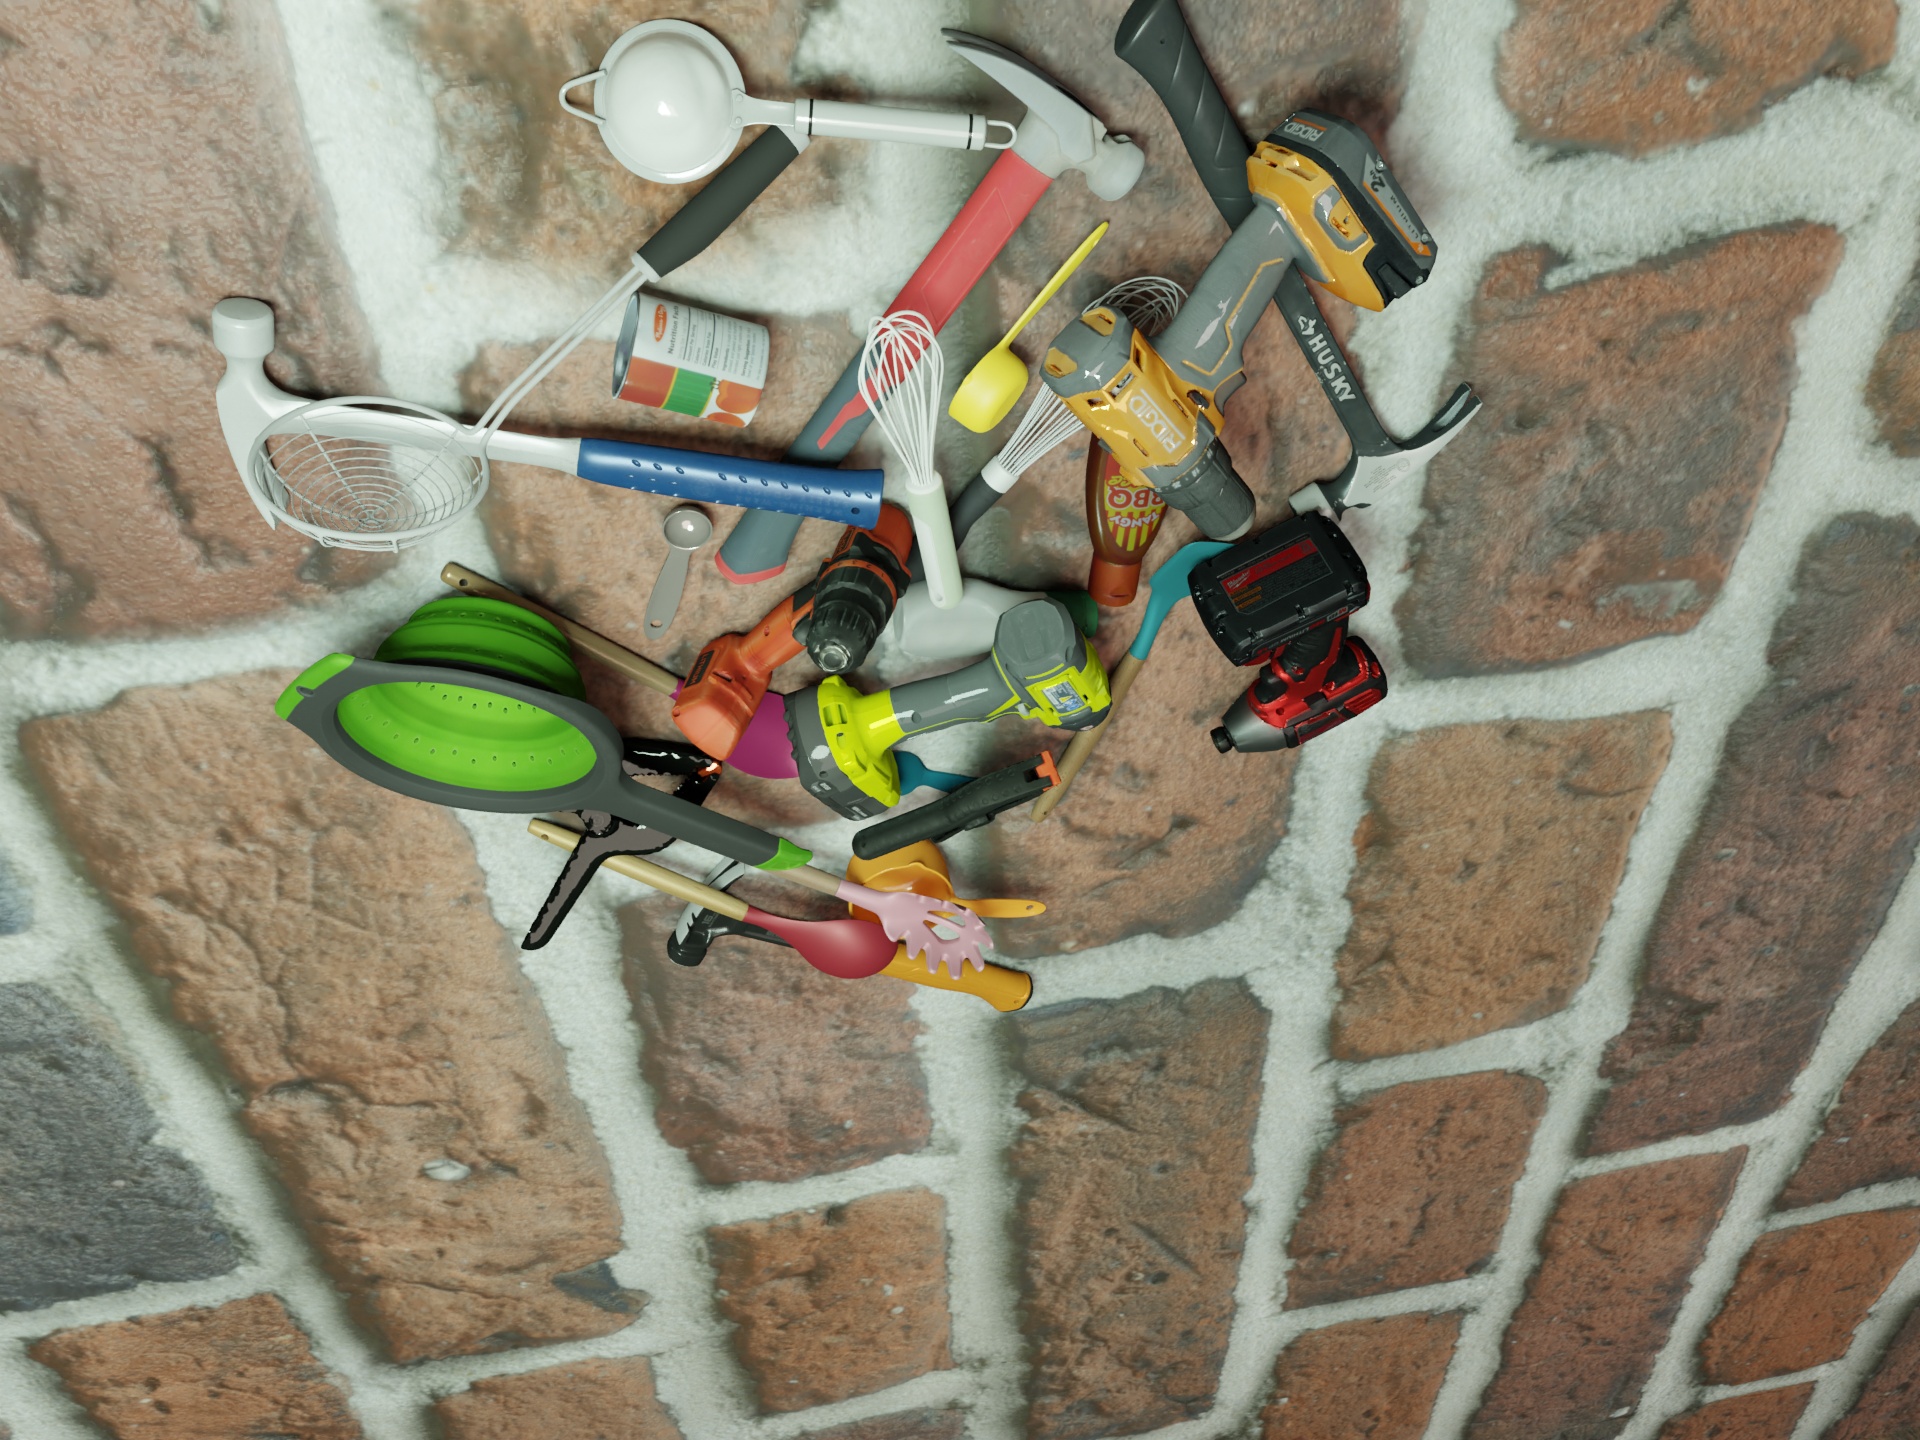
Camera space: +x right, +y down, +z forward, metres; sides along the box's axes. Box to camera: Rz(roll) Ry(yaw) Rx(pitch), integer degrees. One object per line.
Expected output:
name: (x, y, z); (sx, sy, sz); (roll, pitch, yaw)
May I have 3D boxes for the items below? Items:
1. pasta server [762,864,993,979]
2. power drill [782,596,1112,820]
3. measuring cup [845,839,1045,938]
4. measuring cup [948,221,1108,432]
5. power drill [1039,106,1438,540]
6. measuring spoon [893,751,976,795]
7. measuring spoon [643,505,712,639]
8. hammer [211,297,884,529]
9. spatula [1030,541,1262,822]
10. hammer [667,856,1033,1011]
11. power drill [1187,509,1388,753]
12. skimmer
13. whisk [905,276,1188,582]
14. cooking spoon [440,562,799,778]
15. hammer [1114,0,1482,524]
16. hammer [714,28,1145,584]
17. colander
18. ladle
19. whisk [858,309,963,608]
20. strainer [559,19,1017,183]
pasta server: (-0.123, 0.126, 1.261); (0.316, 0.040, 0.060); (22, 106, -9)
power drill: (-0.002, -0.004, 1.171); (0.223, 0.080, 0.171); (-19, 156, 12)
measuring cup: (-0.013, 0.139, 1.342); (0.173, 0.052, 0.095); (5, 129, -20)
measuring cup: (0.051, -0.249, 1.020); (0.029, 0.062, 0.156); (42, 106, 3)
power drill: (0.181, -0.230, 0.975); (0.226, 0.084, 0.185); (-45, 126, 6)
measuring spoon: (-0.010, 0.056, 1.289); (0.128, 0.021, 0.042); (14, 126, -23)
measuring spoon: (-0.202, -0.105, 1.114); (0.034, 0.018, 0.124); (9, 134, -20)
hammer: (-0.252, -0.163, 1.004); (0.405, 0.035, 0.144); (7, 129, -10)
spatula: (0.129, -0.025, 1.238); (0.082, 0.044, 0.317); (3, 132, -32)
hammer: (-0.077, 0.198, 1.390); (0.336, 0.034, 0.127); (19, 125, -27)
power drill: (0.243, -0.049, 1.195); (0.143, 0.079, 0.219); (-26, 148, 4)
skimmer: (-0.236, -0.231, 0.899); (0.363, 0.127, 0.090); (-43, 153, 1)
whisk: (0.047, -0.189, 1.072); (0.070, 0.070, 0.284); (27, 125, -31)
cooking spoon: (-0.231, -0.036, 1.160); (0.318, 0.017, 0.068); (29, 102, -32)
hammer: (0.212, -0.293, 1.031); (0.149, 0.036, 0.408); (-31, 130, 13)
hammer: (-0.058, -0.240, 1.011); (0.143, 0.038, 0.386); (25, 121, -29)
colander: (-0.266, 0.009, 1.127); (0.396, 0.095, 0.204); (25, 145, -35)
ladle: (-0.196, 0.143, 1.276); (0.315, 0.031, 0.069); (24, 124, -13)
whisk: (-0.026, -0.161, 1.033); (0.059, 0.058, 0.246); (-39, 144, -22)
strainer: (-0.096, -0.340, 0.888); (0.258, 0.050, 0.087); (3, 103, -7)
